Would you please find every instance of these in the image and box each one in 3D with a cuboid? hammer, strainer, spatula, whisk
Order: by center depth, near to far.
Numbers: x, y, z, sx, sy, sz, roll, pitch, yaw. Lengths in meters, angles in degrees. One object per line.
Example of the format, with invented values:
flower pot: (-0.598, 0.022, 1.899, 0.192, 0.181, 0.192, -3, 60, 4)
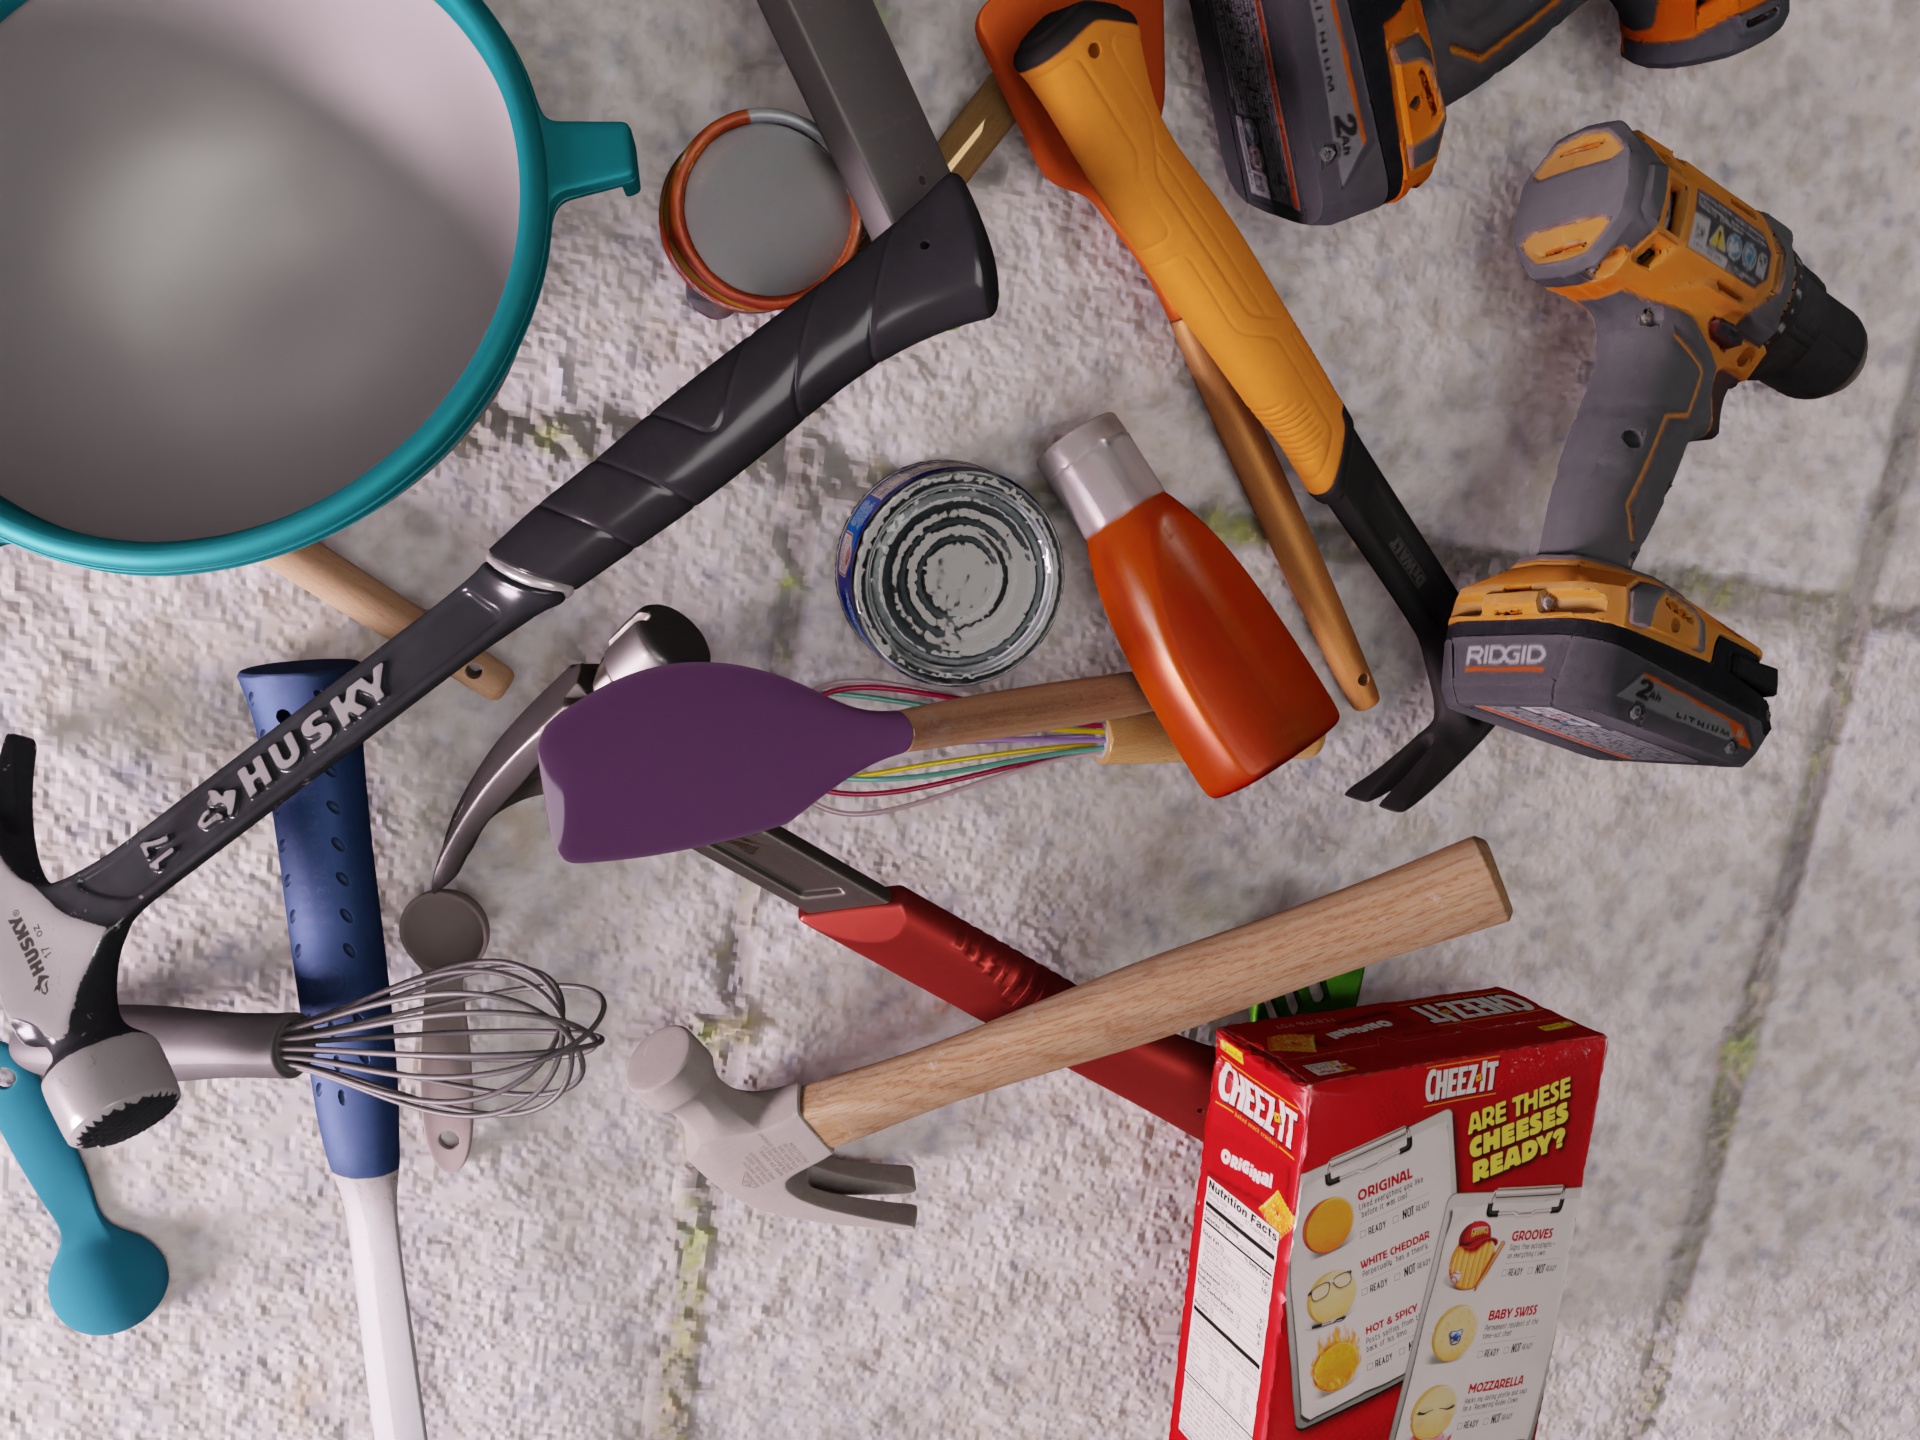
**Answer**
strainer: (-0.257, -0.087, 0.491, 0.211, 0.095, 0.340, 35, 85, 8)
hammer: (-0.157, -0.039, 0.514, 0.409, 0.036, 0.149, -36, 73, 5)
whisk: (-0.231, 0.110, 0.550, 0.239, 0.055, 0.055, -4, 106, 16)
spatula: (-0.001, -0.002, 0.574, 0.315, 0.018, 0.060, -9, 90, -36)
hammer: (-0.218, 0.179, 0.601, 0.144, 0.035, 0.405, -1, 101, 10)
hammer: (0.122, -0.114, 0.603, 0.127, 0.034, 0.336, -46, 117, -11)
hammer: (0.046, 0.119, 0.608, 0.331, 0.031, 0.129, -22, 126, 15)
spatula: (0.102, -0.137, 0.619, 0.081, 0.041, 0.322, -34, 110, -13)
hammer: (-0.020, 0.094, 0.631, 0.358, 0.037, 0.149, 33, 123, -25)
whisk: (0.035, 0.008, 0.641, 0.245, 0.051, 0.047, -1, 122, -18)

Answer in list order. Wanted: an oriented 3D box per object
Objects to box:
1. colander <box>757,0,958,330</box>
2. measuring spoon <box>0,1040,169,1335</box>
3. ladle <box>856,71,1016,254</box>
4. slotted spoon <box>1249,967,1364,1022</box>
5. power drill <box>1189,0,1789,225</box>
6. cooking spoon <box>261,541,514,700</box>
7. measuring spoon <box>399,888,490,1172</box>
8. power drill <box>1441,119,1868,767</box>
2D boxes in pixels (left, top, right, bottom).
colander: (-0.061, -0.308, 0.459, 0.204, 0.094, 0.396, -41, 112, -37)
measuring spoon: (-0.337, 0.178, 0.592, 0.042, 0.021, 0.128, -18, 108, -10)
ladle: (0.039, -0.255, 0.583, 0.069, 0.031, 0.315, 38, 94, -26)
slotted spoon: (0.179, 0.221, 0.732, 0.070, 0.031, 0.313, -25, 111, -27)
power drill: (0.196, -0.292, 0.570, 0.226, 0.084, 0.164, -27, 125, -9)
cooking spoon: (-0.292, -0.098, 0.540, 0.318, 0.017, 0.069, 35, 92, -19)
measuring spoon: (-0.198, 0.120, 0.621, 0.034, 0.018, 0.124, 7, 109, 3)
power drill: (0.286, -0.098, 0.634, 0.185, 0.084, 0.226, 15, 83, -31)
